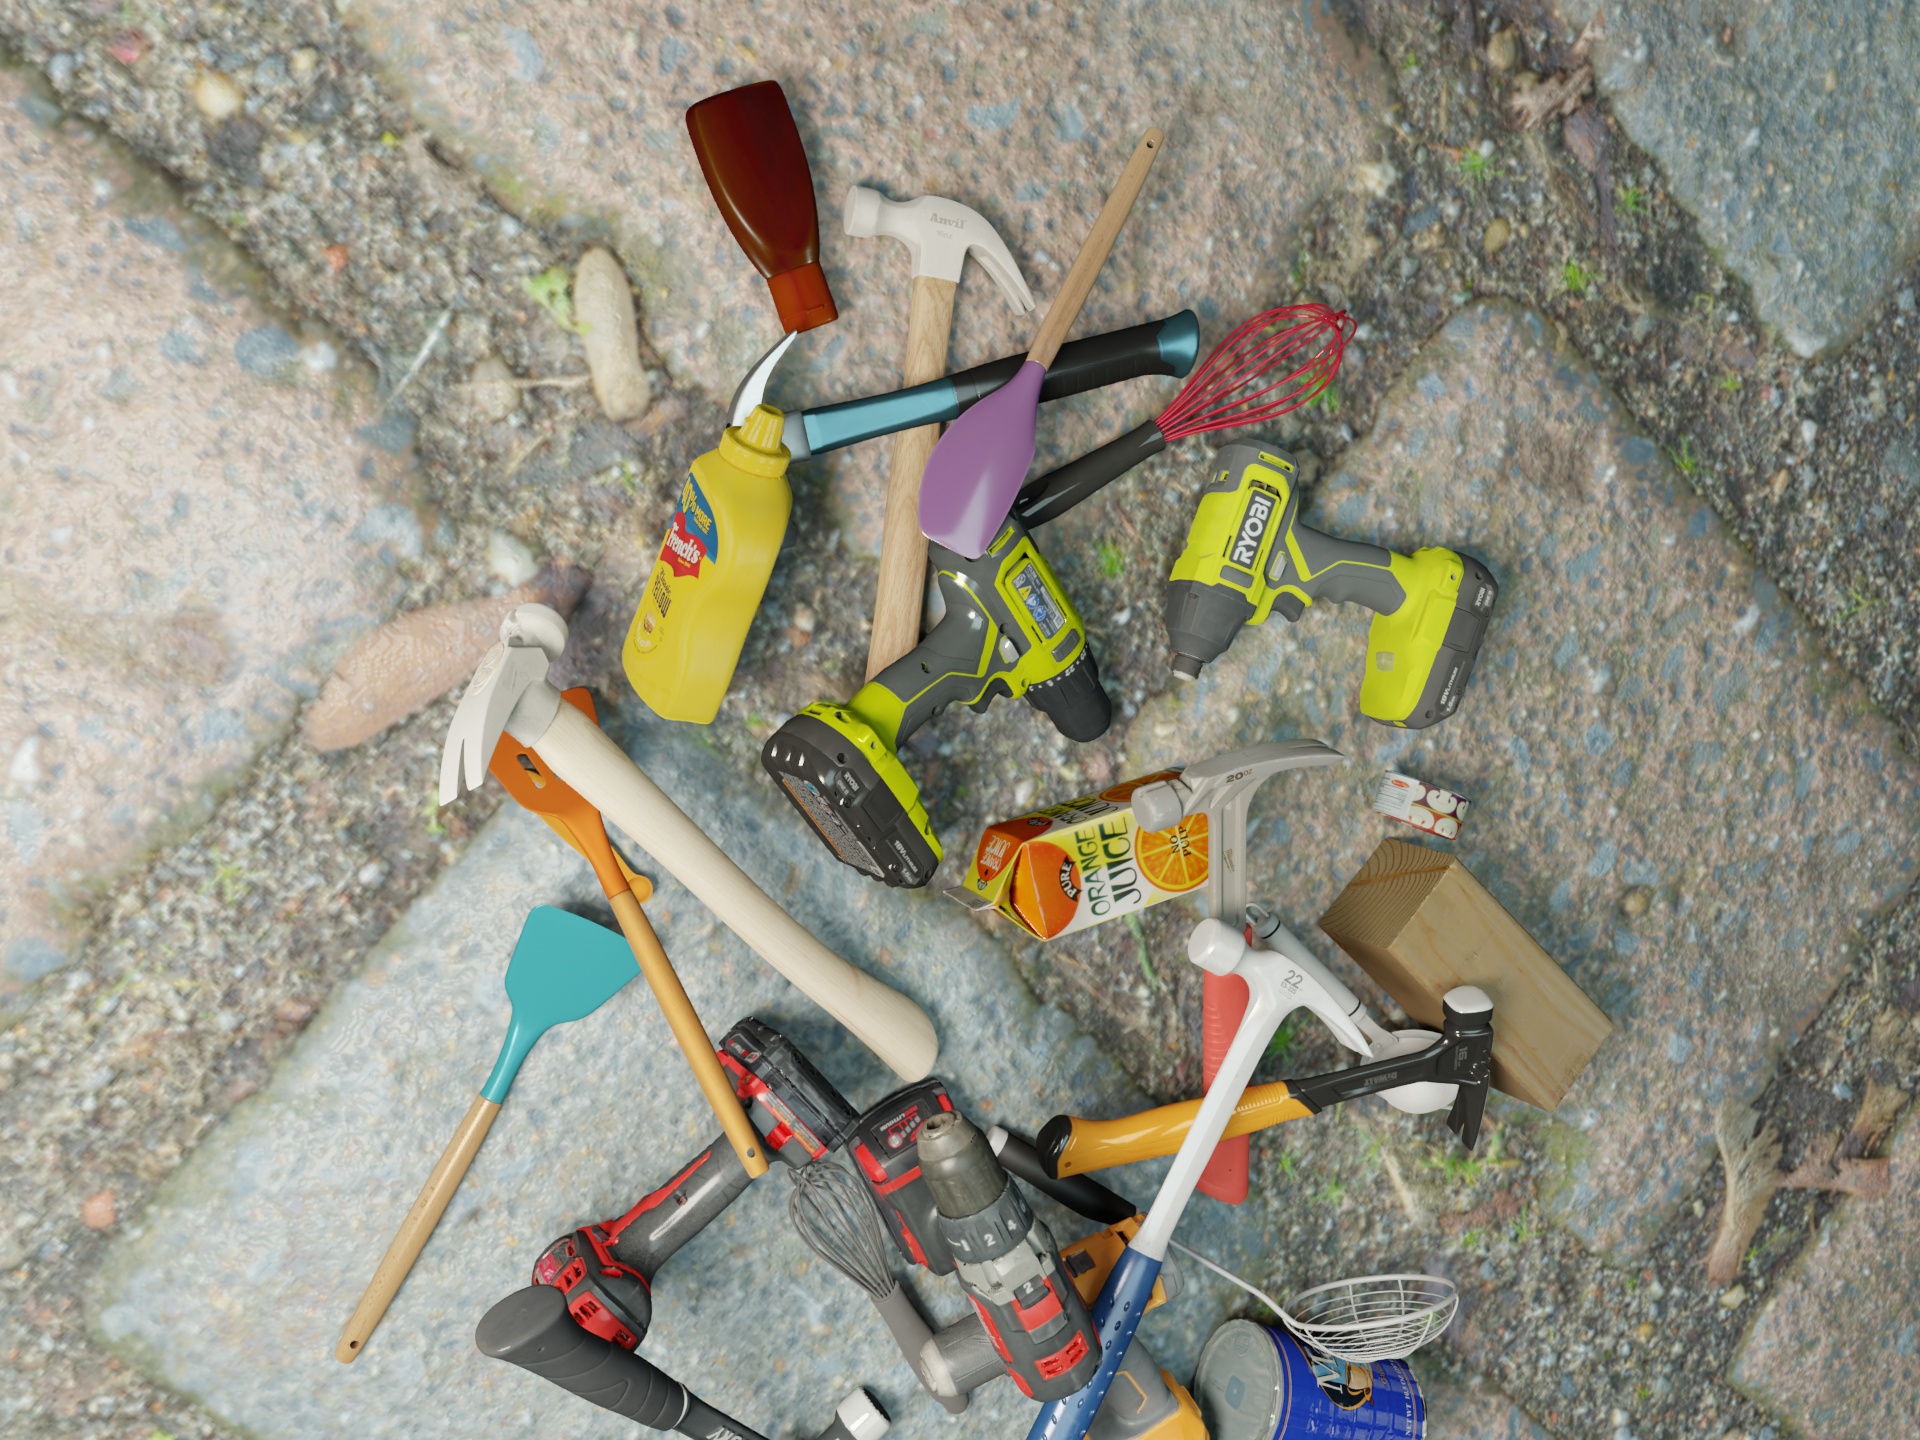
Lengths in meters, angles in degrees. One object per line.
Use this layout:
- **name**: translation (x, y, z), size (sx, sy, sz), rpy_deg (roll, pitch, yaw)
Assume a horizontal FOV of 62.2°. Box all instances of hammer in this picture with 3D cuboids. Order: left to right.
- **hammer**: translation (-0.170, 0.419, 0.955), size (0.149, 0.036, 0.408), rpy_deg (-40, 141, -10)
- **hammer**: translation (-0.146, 0.110, 0.977), size (0.038, 0.146, 0.410), rpy_deg (-26, 124, 26)
- **hammer**: translation (-0.027, -0.176, 1.054), size (0.130, 0.031, 0.331), rpy_deg (5, 95, -20)
- **hammer**: translation (0.007, -0.210, 1.028), size (0.331, 0.033, 0.128), rpy_deg (-17, 103, -16)
- **hammer**: translation (0.130, 0.340, 1.035), size (0.144, 0.035, 0.405), rpy_deg (30, 83, -14)
- **hammer**: translation (0.196, 0.187, 1.118), size (0.149, 0.037, 0.358), rpy_deg (-14, 116, -19)
- **hammer**: translation (0.217, 0.276, 1.119), size (0.337, 0.034, 0.127), rpy_deg (-9, 115, -12)

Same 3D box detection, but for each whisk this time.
- **whisk**: translation (-0.054, 0.396, 1.102), size (0.055, 0.055, 0.238), rpy_deg (-33, 110, -13)
- **whisk**: translation (0.151, -0.207, 1.103), size (0.296, 0.073, 0.073), rpy_deg (-31, 105, -9)

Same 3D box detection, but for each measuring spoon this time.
- **measuring spoon**: translation (-0.241, 0.074, 1.017), size (0.021, 0.011, 0.117), rpy_deg (-45, 104, -10)

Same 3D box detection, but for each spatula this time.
- **spatula**: translation (-0.307, 0.262, 0.995), size (0.082, 0.044, 0.317), rpy_deg (30, 86, -24)
- **spatula**: translation (-0.195, 0.128, 0.962), size (0.081, 0.041, 0.323), rpy_deg (-26, 83, -18)
- **spatula**: translation (0.057, -0.248, 1.012), size (0.059, 0.018, 0.316), rpy_deg (28, 79, -4)

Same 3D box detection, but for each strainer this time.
- **strainer**: translation (0.301, 0.227, 1.203), size (0.258, 0.050, 0.087), rpy_deg (44, 125, -9)

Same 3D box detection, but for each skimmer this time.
- **skimmer**: translation (0.188, 0.363, 1.154), size (0.363, 0.127, 0.090), rpy_deg (31, 76, -6)

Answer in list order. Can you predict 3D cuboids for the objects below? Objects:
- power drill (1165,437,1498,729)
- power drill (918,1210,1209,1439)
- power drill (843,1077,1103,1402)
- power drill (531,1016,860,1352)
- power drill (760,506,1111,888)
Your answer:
- **power drill**: translation (0.259, -0.082, 1.145), size (0.223, 0.080, 0.171), rpy_deg (20, 88, -17)
- **power drill**: translation (0.077, 0.465, 1.106), size (0.185, 0.084, 0.226), rpy_deg (-23, 119, -14)
- **power drill**: translation (-0.003, 0.304, 1.010), size (0.080, 0.227, 0.187), rpy_deg (-29, 105, -15)
- **power drill**: translation (-0.177, 0.296, 1.000), size (0.220, 0.143, 0.078), rpy_deg (-45, 104, -17)
- **power drill**: translation (-0.002, -0.003, 1.036), size (0.228, 0.080, 0.190), rpy_deg (-48, 125, -21)
